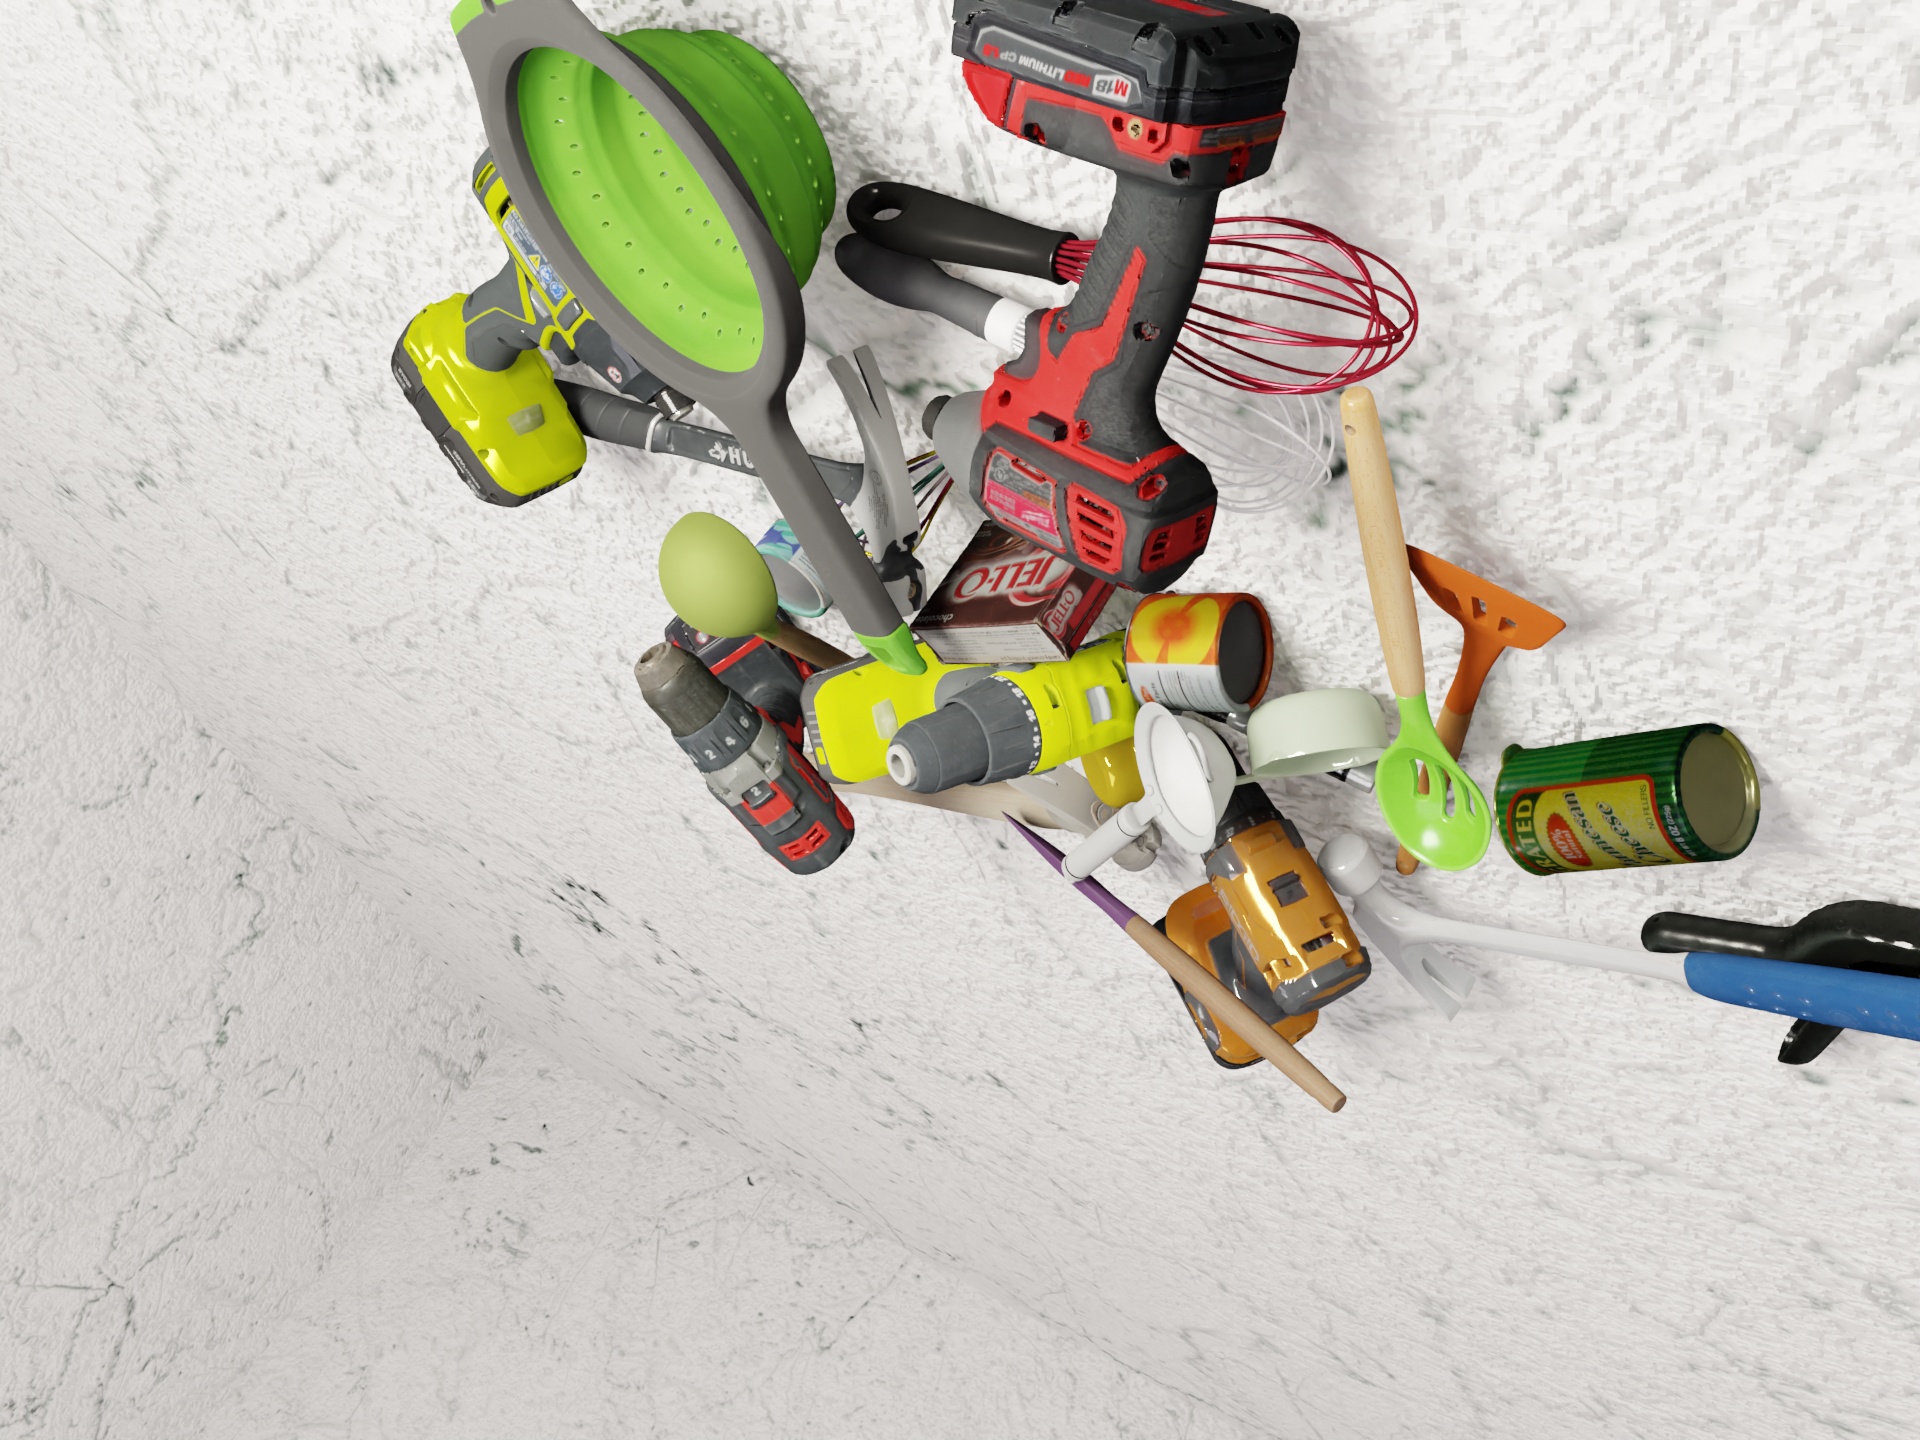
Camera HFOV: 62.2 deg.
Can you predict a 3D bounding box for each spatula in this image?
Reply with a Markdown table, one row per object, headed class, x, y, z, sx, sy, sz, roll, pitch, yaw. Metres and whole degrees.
| class | x | y | z | sx | sy | sz | roll | pitch | yaw |
| --- | --- | --- | --- | --- | --- | --- | --- | --- | --- |
| spatula | 0.254 | 0.010 | 0.839 | 0.081 | 0.041 | 0.322 | 31 | 156 | 23 |
| spatula | 0.127 | 0.145 | 1.009 | 0.316 | 0.018 | 0.059 | 40 | 178 | 44 |

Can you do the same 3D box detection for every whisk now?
| class | x | y | z | sx | sy | sz | roll | pitch | yaw |
| --- | --- | --- | --- | --- | --- | --- | --- | --- | --- |
| whisk | 0.063 | -0.200 | 0.700 | 0.296 | 0.073 | 0.073 | 24 | 152 | 32 |
| whisk | -0.004 | -0.143 | 0.888 | 0.245 | 0.051 | 0.047 | -29 | 87 | 56 |
| whisk | 0.049 | -0.175 | 0.750 | 0.285 | 0.070 | 0.070 | 31 | 154 | 24 |

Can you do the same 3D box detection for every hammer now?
| class | x | y | z | sx | sy | sz | roll | pitch | yaw |
| --- | --- | --- | --- | --- | --- | --- | --- | --- | --- |
| hammer | 0.376 | 0.133 | 0.832 | 0.406 | 0.035 | 0.144 | 3 | 139 | 54 |
| hammer | -0.179 | -0.181 | 0.993 | 0.409 | 0.036 | 0.149 | 21 | 129 | 38 |
| hammer | -0.041 | 0.046 | 1.222 | 0.411 | 0.038 | 0.146 | 6 | 157 | 48 |

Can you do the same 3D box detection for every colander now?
| class | x | y | z | sx | sy | sz | roll | pitch | yaw |
| --- | --- | --- | --- | --- | --- | --- | --- | --- | --- |
| colander | -0.092 | -0.198 | 0.803 | 0.205 | 0.094 | 0.396 | 14 | 142 | 51 |

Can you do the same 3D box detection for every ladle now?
| class | x | y | z | sx | sy | sz | roll | pitch | yaw |
| --- | --- | --- | --- | --- | --- | --- | --- | --- | --- |
| ladle | -0.107 | -0.065 | 1.028 | 0.078 | 0.062 | 0.320 | 34 | -178 | 16 |

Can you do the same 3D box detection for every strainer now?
| class | x | y | z | sx | sy | sz | roll | pitch | yaw |
| --- | --- | --- | --- | --- | --- | --- | --- | --- | --- |
| strainer | 0.105 | 0.053 | 0.926 | 0.087 | 0.050 | 0.258 | 67 | 156 | 14 |

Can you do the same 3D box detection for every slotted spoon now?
| class | x | y | z | sx | sy | sz | roll | pitch | yaw |
| --- | --- | --- | --- | --- | --- | --- | --- | --- | --- |
| slotted spoon | 0.212 | -0.032 | 0.754 | 0.070 | 0.031 | 0.313 | 28 | 155 | 40 |

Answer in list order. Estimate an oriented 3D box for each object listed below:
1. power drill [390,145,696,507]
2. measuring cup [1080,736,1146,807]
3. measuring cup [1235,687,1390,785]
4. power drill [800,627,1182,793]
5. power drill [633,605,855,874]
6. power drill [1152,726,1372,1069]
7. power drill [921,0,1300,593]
| class | x | y | z | sx | sy | sz | roll | pitch | yaw |
| --- | --- | --- | --- | --- | --- | --- | --- | --- | --- |
| power drill | -0.247 | -0.221 | 0.948 | 0.223 | 0.080 | 0.171 | -25 | 100 | 53 |
| measuring cup | 0.106 | 0.024 | 0.989 | 0.156 | 0.029 | 0.062 | 145 | 103 | -80 |
| measuring cup | 0.166 | 0.015 | 0.906 | 0.083 | 0.038 | 0.167 | 3 | 166 | -40 |
| power drill | -0.002 | -0.003 | 0.965 | 0.228 | 0.190 | 0.080 | 0 | 107 | 57 |
| power drill | -0.153 | -0.016 | 1.087 | 0.187 | 0.080 | 0.227 | 51 | -170 | -30 |
| power drill | 0.178 | 0.119 | 1.028 | 0.226 | 0.084 | 0.185 | 88 | 157 | -65 |
| power drill | 0.047 | -0.171 | 0.631 | 0.143 | 0.078 | 0.219 | 32 | 132 | 33 |
